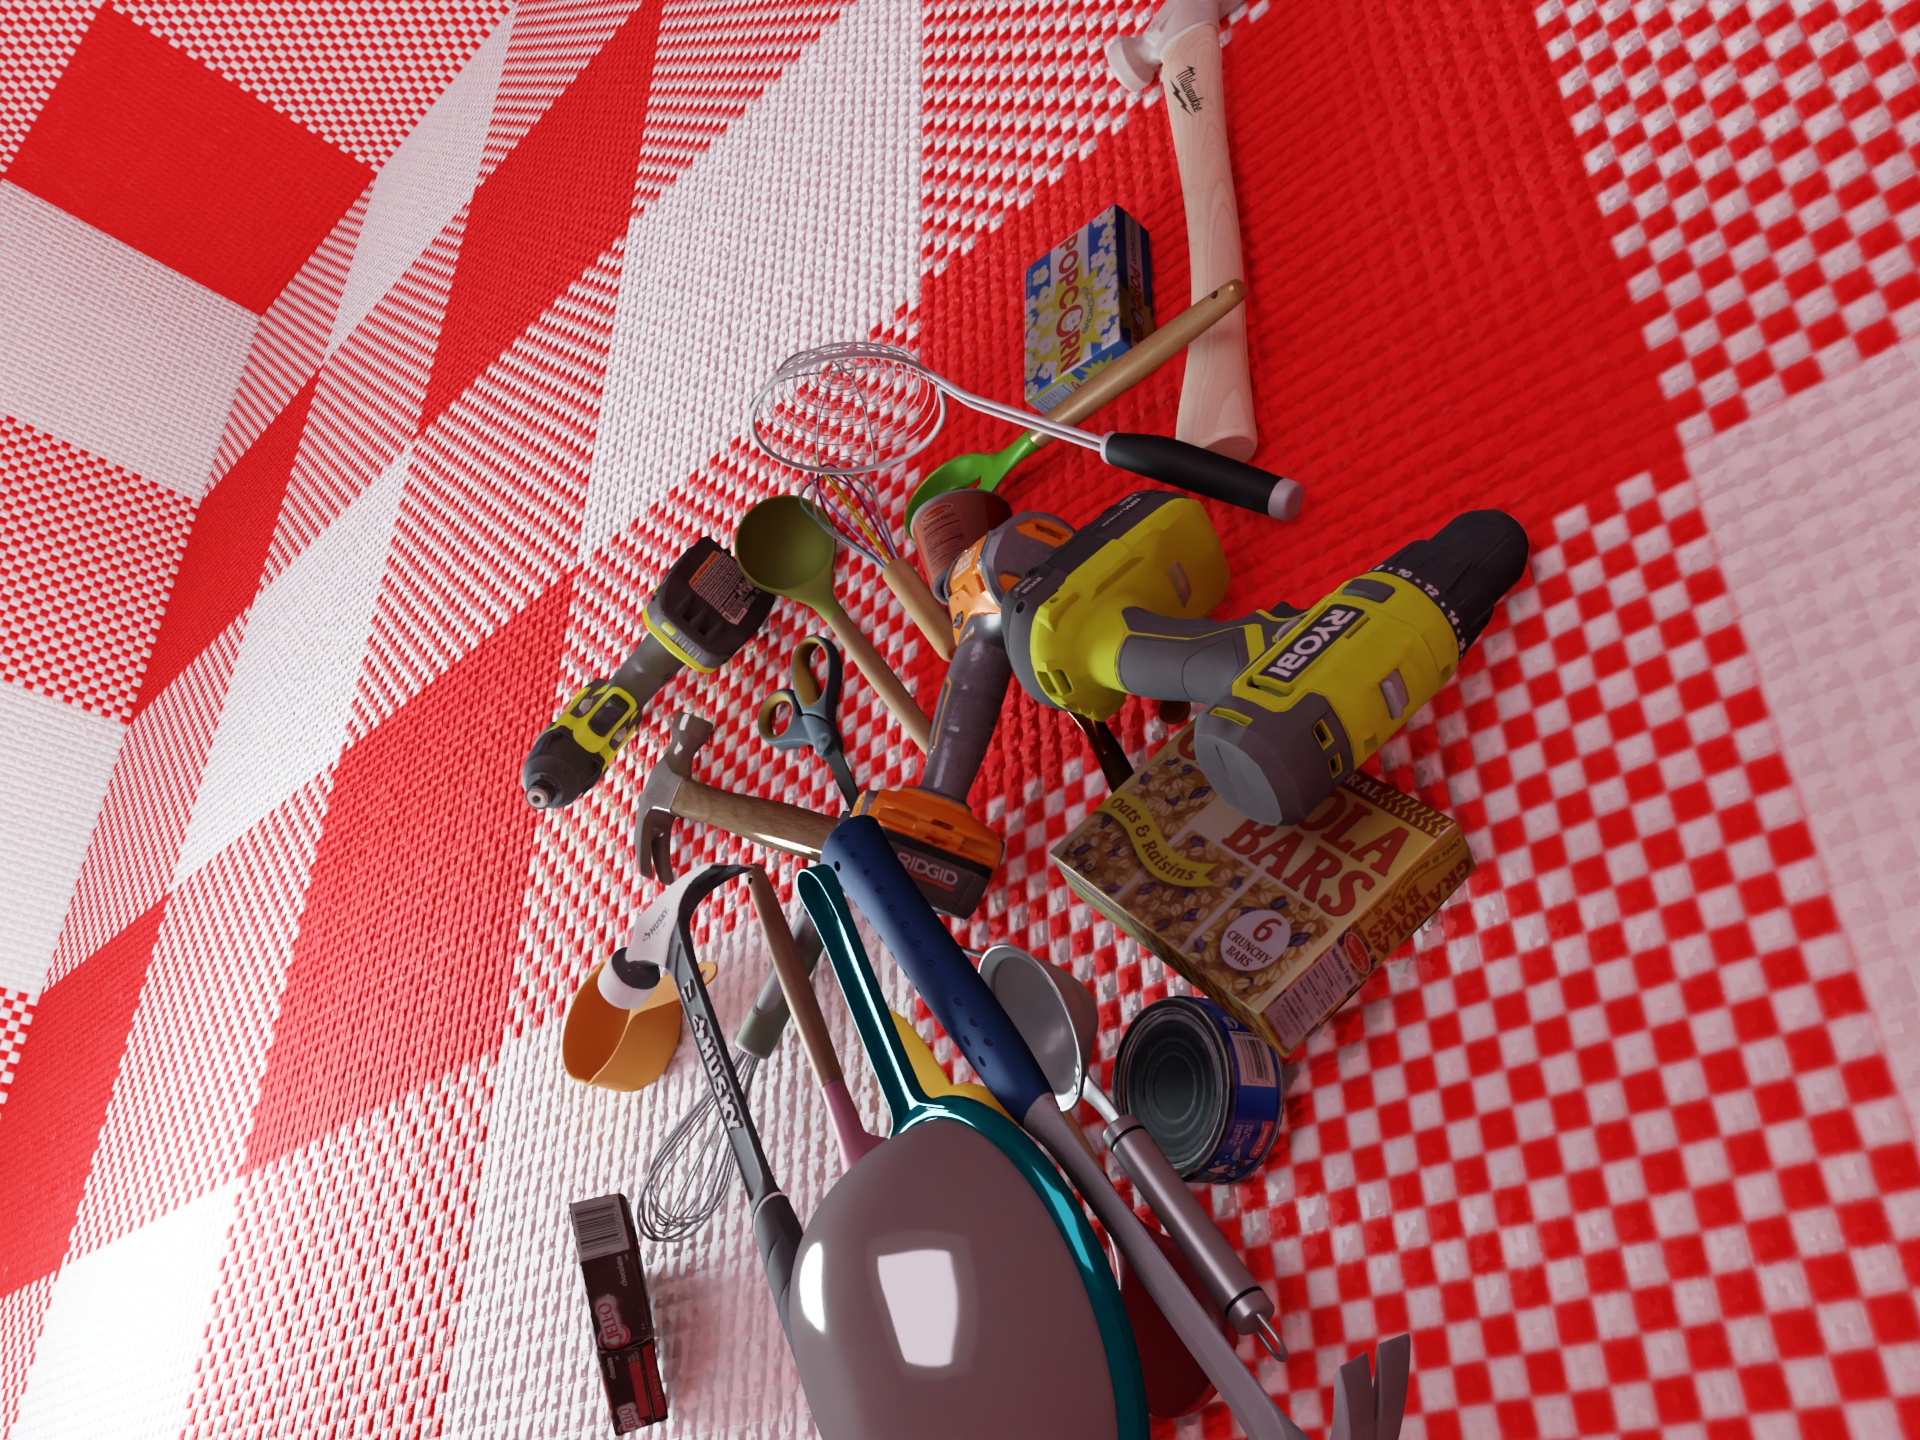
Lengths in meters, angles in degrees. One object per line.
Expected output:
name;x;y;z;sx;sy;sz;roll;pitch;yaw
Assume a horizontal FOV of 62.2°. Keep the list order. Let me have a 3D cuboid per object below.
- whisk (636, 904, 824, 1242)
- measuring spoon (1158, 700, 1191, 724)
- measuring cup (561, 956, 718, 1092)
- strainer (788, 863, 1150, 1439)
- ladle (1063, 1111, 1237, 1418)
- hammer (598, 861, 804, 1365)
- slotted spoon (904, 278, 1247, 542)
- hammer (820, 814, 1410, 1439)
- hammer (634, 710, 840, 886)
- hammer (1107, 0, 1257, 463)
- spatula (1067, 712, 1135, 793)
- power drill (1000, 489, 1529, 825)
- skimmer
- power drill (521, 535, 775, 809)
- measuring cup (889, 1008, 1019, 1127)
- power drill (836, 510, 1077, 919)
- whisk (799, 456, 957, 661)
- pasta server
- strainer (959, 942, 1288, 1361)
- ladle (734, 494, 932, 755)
whisk;-0.138;0.217;1.015;0.058;0.059;0.246;18;77;41
measuring spoon;0.124;-0.047;0.900;0.021;0.011;0.117;-19;50;35
measuring cup;-0.207;0.203;1.103;0.173;0.052;0.095;-27;49;35
strainer;-0.041;0.225;0.722;0.211;0.095;0.341;-52;56;51
ladle;0.055;0.215;0.802;0.069;0.031;0.316;-52;36;11
hammer;-0.110;0.260;0.898;0.149;0.036;0.409;-52;49;29
slotted spoon;0.066;-0.191;1.012;0.314;0.031;0.070;-30;48;47
hammer;0.043;0.176;0.700;0.406;0.035;0.144;49;136;41
hammer;-0.146;0.071;1.117;0.331;0.031;0.130;9;76;55
hammer;0.165;-0.333;1.007;0.146;0.038;0.411;-26;50;37
spatula;0.097;0.041;0.866;0.081;0.041;0.323;-44;44;24
power drill;0.145;-0.050;0.785;0.190;0.080;0.229;-40;32;-19
skimmer;0.029;-0.155;0.959;0.363;0.127;0.090;24;82;33
power drill;-0.253;-0.028;1.244;0.223;0.080;0.171;-44;12;23
measuring cup;-0.021;0.202;0.889;0.062;0.029;0.157;-47;37;-1
power drill;-0.001;-0.003;0.939;0.164;0.084;0.226;160;130;-77
whisk;-0.056;-0.118;1.119;0.245;0.051;0.047;-125;24;-43
pasta server;-0.077;0.198;0.943;0.060;0.040;0.317;-48;42;17
strainer;0.072;0.183;0.724;0.259;0.050;0.086;51;146;44
ladle;-0.080;-0.066;1.118;0.078;0.062;0.321;-31;42;-6
